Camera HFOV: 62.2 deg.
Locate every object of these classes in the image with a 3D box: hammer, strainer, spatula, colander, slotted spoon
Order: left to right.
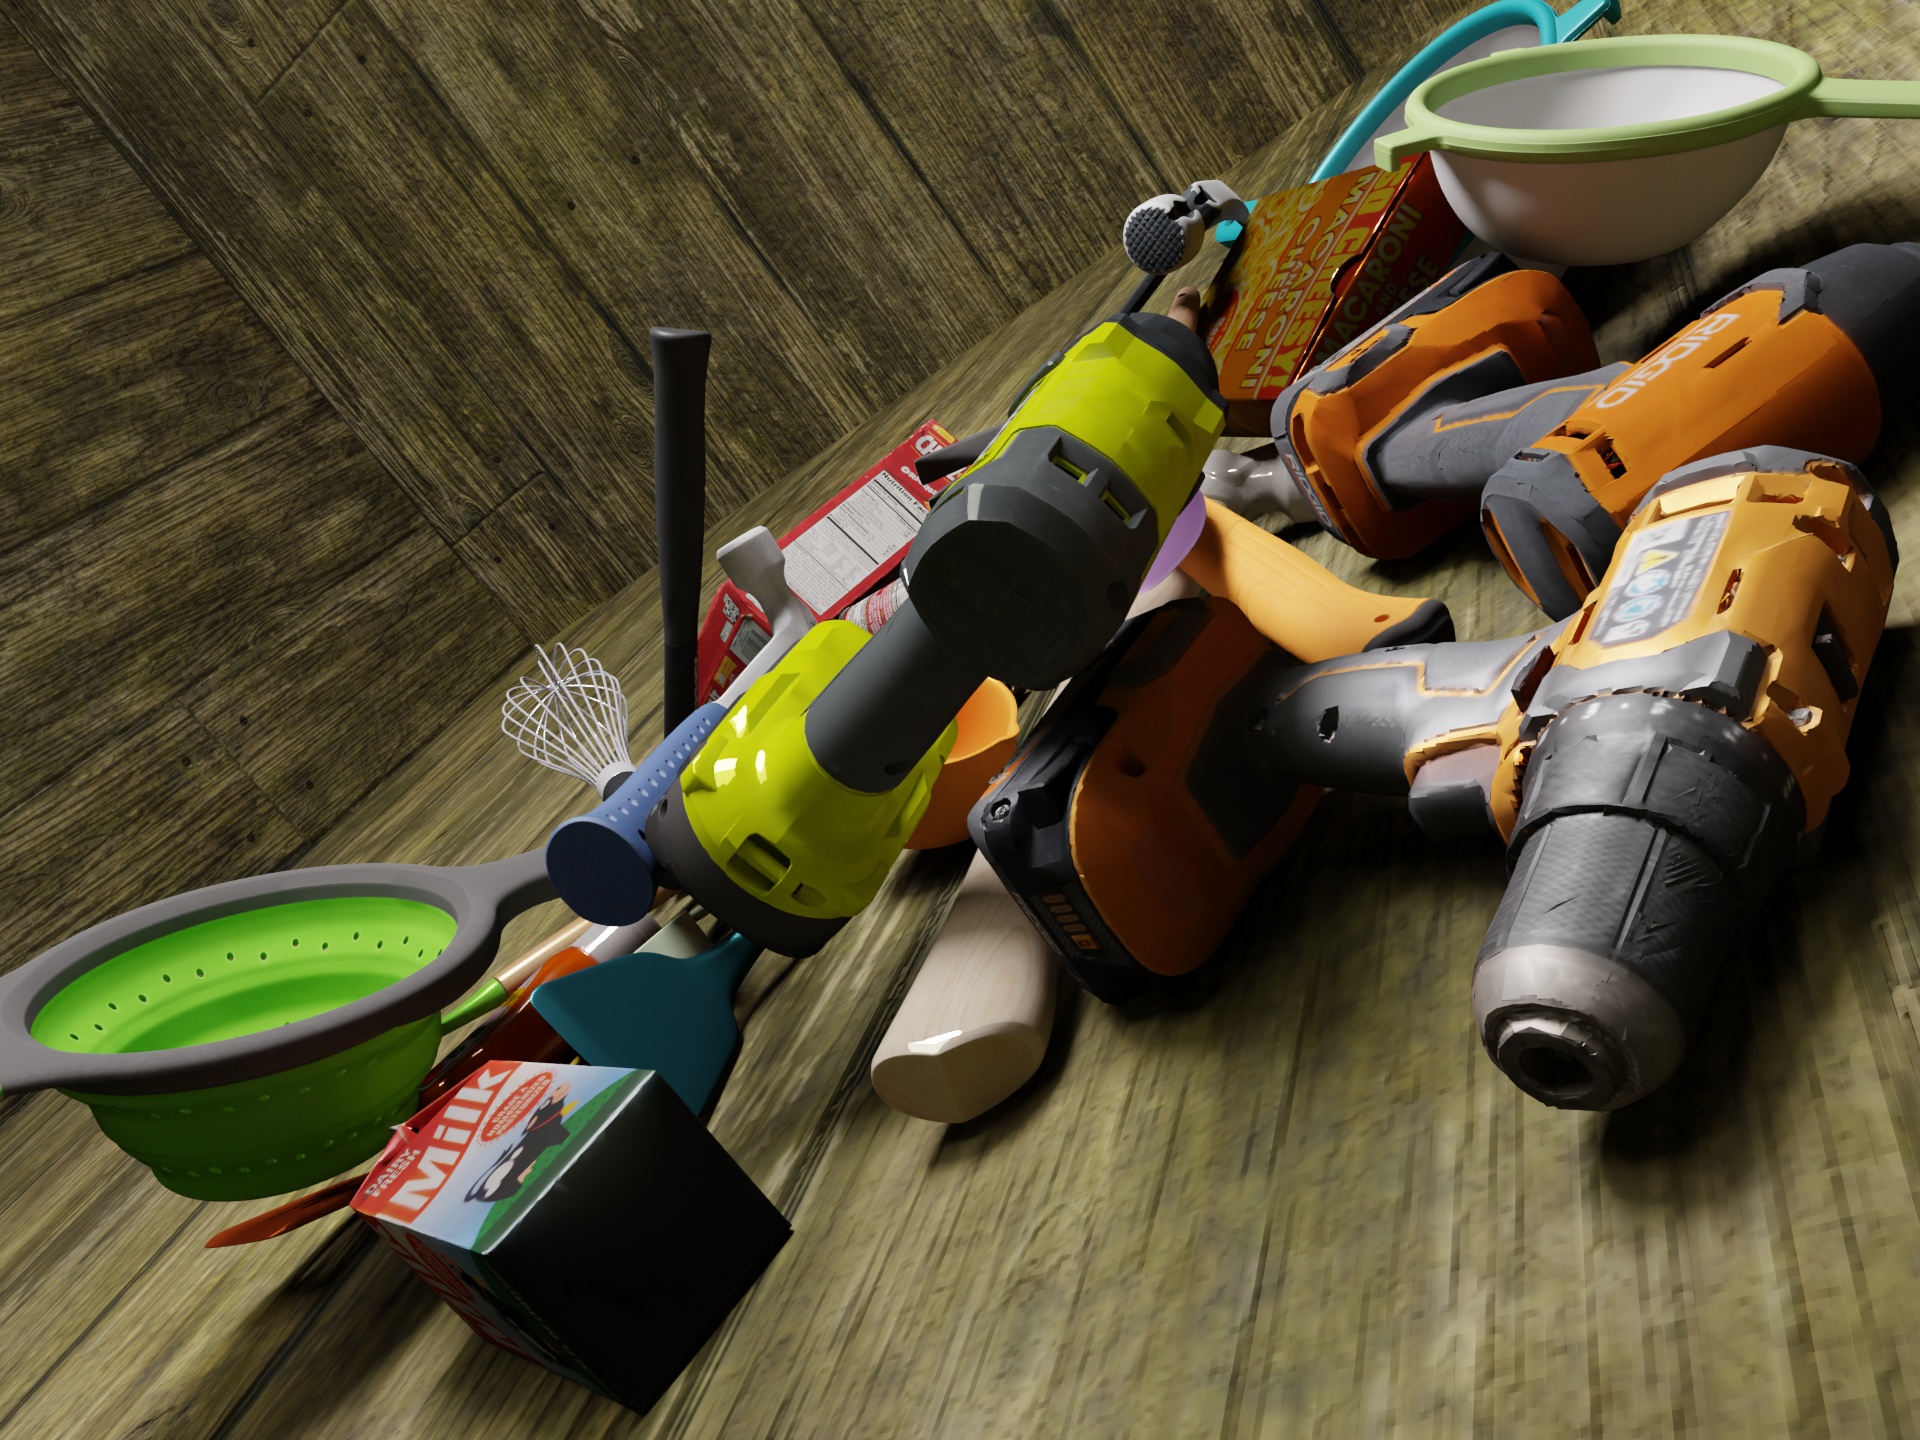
[{"bbox_3d":[-0.236,0.121,0.737,0.397,0.094,0.205,-17,20,-36],"label":"colander"},{"bbox_3d":[-0.258,0.171,0.858,0.081,0.041,0.323,-21,21,41],"label":"spatula"},{"bbox_3d":[-0.222,0.128,0.842,0.314,0.031,0.070,-34,-5,-32],"label":"slotted spoon"},{"bbox_3d":[-0.160,-0.061,0.901,0.035,0.334,0.146,6,33,-1],"label":"hammer"},{"bbox_3d":[-0.104,0.005,0.738,0.035,0.144,0.406,-29,11,12],"label":"hammer"},{"bbox_3d":[-0.055,0.059,0.717,0.317,0.082,0.044,-44,-11,-39],"label":"spatula"},{"bbox_3d":[0.032,-0.154,0.945,0.408,0.036,0.149,-49,-4,38],"label":"hammer"},{"bbox_3d":[0.044,-0.005,0.631,0.146,0.038,0.411,-4,32,25],"label":"hammer"},{"bbox_3d":[0.086,-0.130,0.694,0.060,0.018,0.316,-11,31,20],"label":"spatula"},{"bbox_3d":[0.087,-0.078,0.658,0.127,0.034,0.337,-24,29,-8],"label":"hammer"},{"bbox_3d":[0.237,-0.262,0.872,0.211,0.095,0.340,-59,17,5],"label":"strainer"},{"bbox_3d":[0.299,-0.211,0.607,0.256,0.069,0.151,15,40,32],"label":"strainer"}]

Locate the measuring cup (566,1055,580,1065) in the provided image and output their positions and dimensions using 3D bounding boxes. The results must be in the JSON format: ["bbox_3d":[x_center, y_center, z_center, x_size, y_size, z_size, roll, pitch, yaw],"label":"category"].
[{"bbox_3d":[-0.176,0.176,0.707,0.062,0.029,0.156,-41,3,-7],"label":"measuring cup"}]

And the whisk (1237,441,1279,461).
[{"bbox_3d":[0.109,-0.126,0.896,0.245,0.051,0.047,-13,44,47],"label":"whisk"}]

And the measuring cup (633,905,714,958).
[{"bbox_3d":[-0.133,0.117,0.761,0.083,0.038,0.167,-40,-1,15],"label":"measuring cup"}]

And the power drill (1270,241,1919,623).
[{"bbox_3d":[0.219,-0.111,0.549,0.164,0.084,0.227,-35,18,-2],"label":"power drill"}]

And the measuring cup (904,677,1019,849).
[{"bbox_3d":[-0.001,-0.002,0.728,0.095,0.052,0.174,11,32,21],"label":"measuring cup"}]

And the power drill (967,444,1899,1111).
[{"bbox_3d":[0.106,0.022,0.410,0.226,0.084,0.185,-14,29,47],"label":"power drill"}]

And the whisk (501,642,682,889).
[{"bbox_3d":[-0.176,0.024,0.794,0.070,0.070,0.285,-40,30,-9],"label":"whisk"}]

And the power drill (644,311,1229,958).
[{"bbox_3d":[-0.003,-0.031,0.520,0.223,0.080,0.171,-46,8,41],"label":"power drill"}]
